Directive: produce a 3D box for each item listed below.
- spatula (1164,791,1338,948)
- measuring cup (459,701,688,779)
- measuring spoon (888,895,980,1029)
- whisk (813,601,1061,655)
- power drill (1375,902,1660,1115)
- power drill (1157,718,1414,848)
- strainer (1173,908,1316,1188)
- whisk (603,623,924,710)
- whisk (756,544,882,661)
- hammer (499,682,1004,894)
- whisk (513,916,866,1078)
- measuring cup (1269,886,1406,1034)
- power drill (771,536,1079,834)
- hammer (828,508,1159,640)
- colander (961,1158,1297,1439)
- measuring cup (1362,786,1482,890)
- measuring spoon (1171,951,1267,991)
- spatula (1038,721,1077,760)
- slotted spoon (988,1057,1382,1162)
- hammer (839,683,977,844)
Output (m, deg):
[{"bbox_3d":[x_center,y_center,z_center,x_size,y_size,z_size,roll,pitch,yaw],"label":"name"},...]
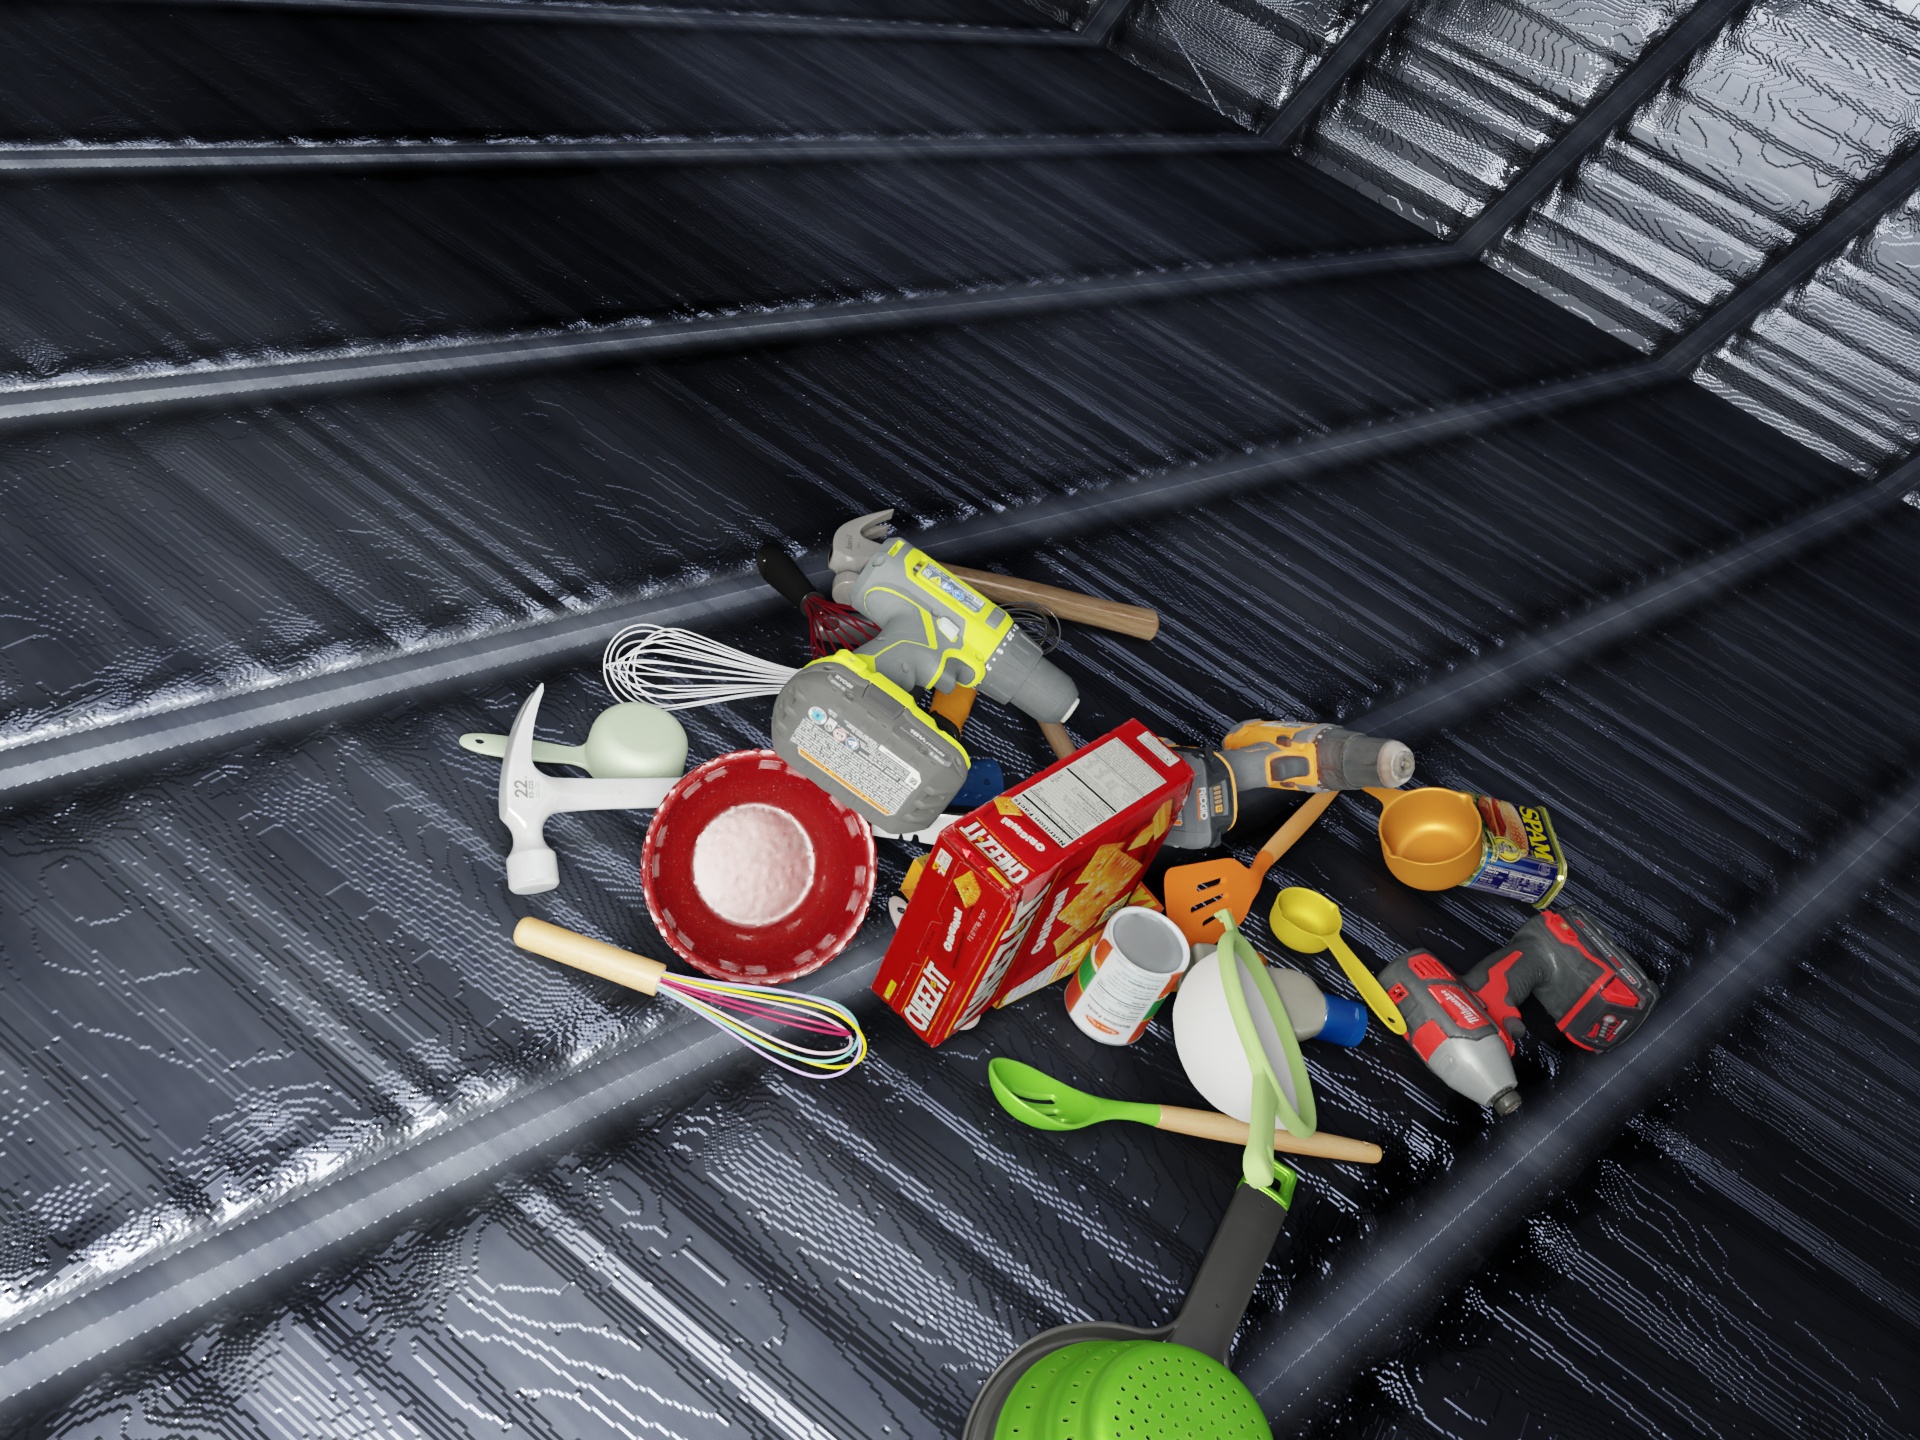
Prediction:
[{"bbox_3d":[0.260,0.108,1.359,0.041,0.081,0.322,-3,16,33],"label":"spatula"},{"bbox_3d":[-0.284,0.014,1.185,0.167,0.038,0.083,7,42,-24],"label":"measuring cup"},{"bbox_3d":[-0.021,0.172,1.159,0.034,0.018,0.124,-7,47,-33],"label":"measuring spoon"},{"bbox_3d":[-0.020,-0.083,1.431,0.239,0.055,0.055,0,44,-22],"label":"whisk"},{"bbox_3d":[0.454,0.235,1.293,0.219,0.078,0.143,-10,49,-32],"label":"power drill"},{"bbox_3d":[0.249,0.047,1.335,0.226,0.084,0.185,-12,10,-36],"label":"power drill"},{"bbox_3d":[0.182,0.245,1.075,0.151,0.069,0.256,63,18,-10],"label":"strainer"},{"bbox_3d":[-0.154,-0.032,1.300,0.284,0.070,0.070,5,42,-31],"label":"whisk"},{"bbox_3d":[-0.116,-0.089,1.327,0.073,0.073,0.296,0,25,-28],"label":"whisk"},{"bbox_3d":[-0.144,0.046,1.196,0.405,0.035,0.144,0,72,-33],"label":"hammer"},{"bbox_3d":[-0.177,0.176,1.051,0.245,0.047,0.051,20,61,0],"label":"whisk"},{"bbox_3d":[0.305,0.199,1.283,0.062,0.029,0.157,-6,44,-31],"label":"measuring cup"},{"bbox_3d":[-0.019,-0.022,1.146,0.190,0.080,0.229,36,37,-2],"label":"power drill"},{"bbox_3d":[0.035,-0.128,1.523,0.331,0.031,0.130,12,41,-16],"label":"hammer"},{"bbox_3d":[0.145,0.380,0.946,0.204,0.094,0.397,33,39,10],"label":"colander"},{"bbox_3d":[0.397,0.089,1.444,0.095,0.052,0.174,-34,42,-12],"label":"measuring cup"},{"bbox_3d":[0.197,0.196,1.250,0.117,0.011,0.021,-5,47,-31],"label":"measuring spoon"},{"bbox_3d":[0.093,0.035,1.317,0.018,0.059,0.316,-20,33,-4],"label":"spatula"},{"bbox_3d":[0.161,0.283,1.119,0.313,0.031,0.070,14,16,-17],"label":"slotted spoon"},{"bbox_3d":[-0.002,-0.004,1.265,0.127,0.034,0.337,9,30,4],"label":"hammer"}]
